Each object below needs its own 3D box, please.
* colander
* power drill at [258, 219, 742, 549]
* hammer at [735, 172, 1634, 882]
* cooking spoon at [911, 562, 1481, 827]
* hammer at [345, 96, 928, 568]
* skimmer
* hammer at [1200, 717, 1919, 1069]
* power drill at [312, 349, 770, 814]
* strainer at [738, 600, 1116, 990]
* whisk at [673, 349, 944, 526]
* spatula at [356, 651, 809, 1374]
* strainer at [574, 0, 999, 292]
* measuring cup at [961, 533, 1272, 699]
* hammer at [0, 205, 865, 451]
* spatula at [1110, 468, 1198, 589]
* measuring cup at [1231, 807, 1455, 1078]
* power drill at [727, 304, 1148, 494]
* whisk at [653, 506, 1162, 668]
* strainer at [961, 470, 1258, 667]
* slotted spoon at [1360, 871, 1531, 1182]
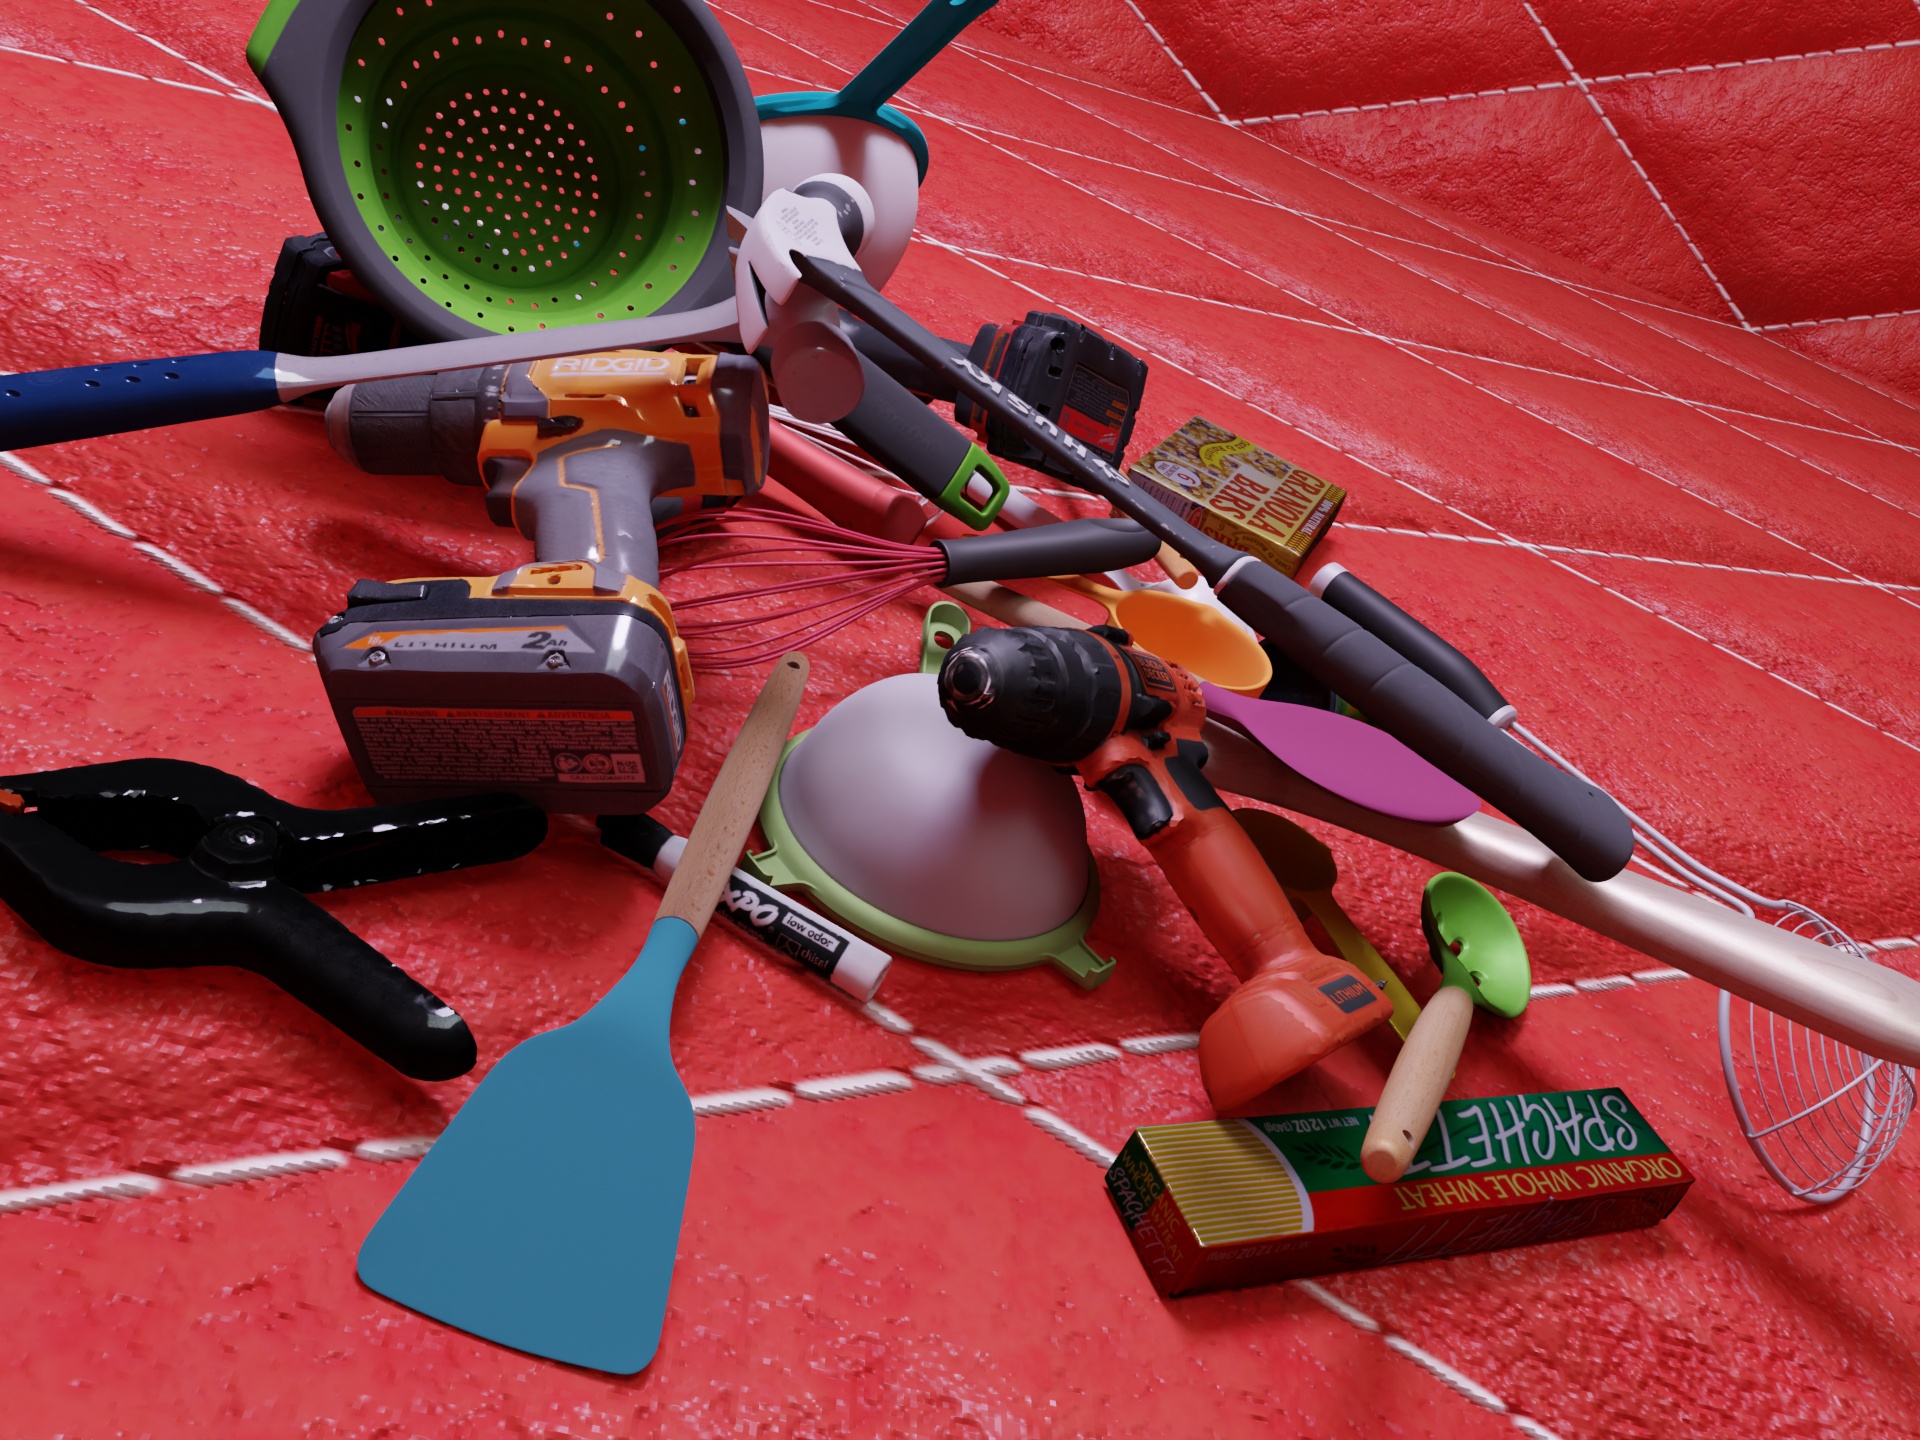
[{"bbox_3d":[-0.142,-0.217,0.774,0.396,0.204,0.094,35,-9,-25],"label":"colander"},{"bbox_3d":[-0.222,-0.154,0.774,0.220,0.078,0.143,32,31,8],"label":"power drill"},{"bbox_3d":[0.090,-0.064,0.595,0.409,0.036,0.149,35,26,-7],"label":"hammer"},{"bbox_3d":[0.090,-0.020,0.733,0.319,0.017,0.068,29,33,37],"label":"cooking spoon"},{"bbox_3d":[-0.176,-0.194,0.862,0.359,0.149,0.037,35,69,0],"label":"hammer"},{"bbox_3d":[0.290,0.061,0.757,0.127,0.090,0.364,-17,50,-38],"label":"skimmer"},{"bbox_3d":[0.240,0.057,0.672,0.411,0.038,0.146,23,33,28],"label":"hammer"},{"bbox_3d":[-0.177,-0.070,0.617,0.185,0.084,0.226,1,44,2],"label":"power drill"},{"bbox_3d":[-0.001,-0.002,0.689,0.151,0.069,0.257,18,32,-10],"label":"strainer"},{"bbox_3d":[-0.114,-0.173,0.911,0.246,0.059,0.057,27,-14,13],"label":"whisk"},{"bbox_3d":[-0.094,0.064,0.538,0.082,0.044,0.318,20,32,-3],"label":"spatula"},{"bbox_3d":[-0.076,-0.310,0.948,0.211,0.340,0.095,-8,82,-37],"label":"strainer"},{"bbox_3d":[0.071,-0.040,0.819,0.173,0.052,0.095,26,30,9],"label":"measuring cup"},{"bbox_3d":[-0.249,-0.135,0.611,0.405,0.035,0.144,-10,40,-10],"label":"hammer"},{"bbox_3d":[0.082,-0.149,0.974,0.081,0.041,0.323,10,28,-20],"label":"spatula"},{"bbox_3d":[0.157,0.099,0.683,0.062,0.029,0.157,2,40,-33],"label":"measuring cup"},{"bbox_3d":[-0.007,-0.201,0.937,0.227,0.080,0.187,21,8,29],"label":"power drill"},{"bbox_3d":[-0.028,-0.072,0.746,0.295,0.073,0.073,-10,43,-28],"label":"whisk"},{"bbox_3d":[0.081,-0.091,0.919,0.259,0.050,0.087,37,47,28],"label":"strainer"},{"bbox_3d":[0.183,0.114,0.607,0.070,0.031,0.313,57,22,8],"label":"slotted spoon"}]
